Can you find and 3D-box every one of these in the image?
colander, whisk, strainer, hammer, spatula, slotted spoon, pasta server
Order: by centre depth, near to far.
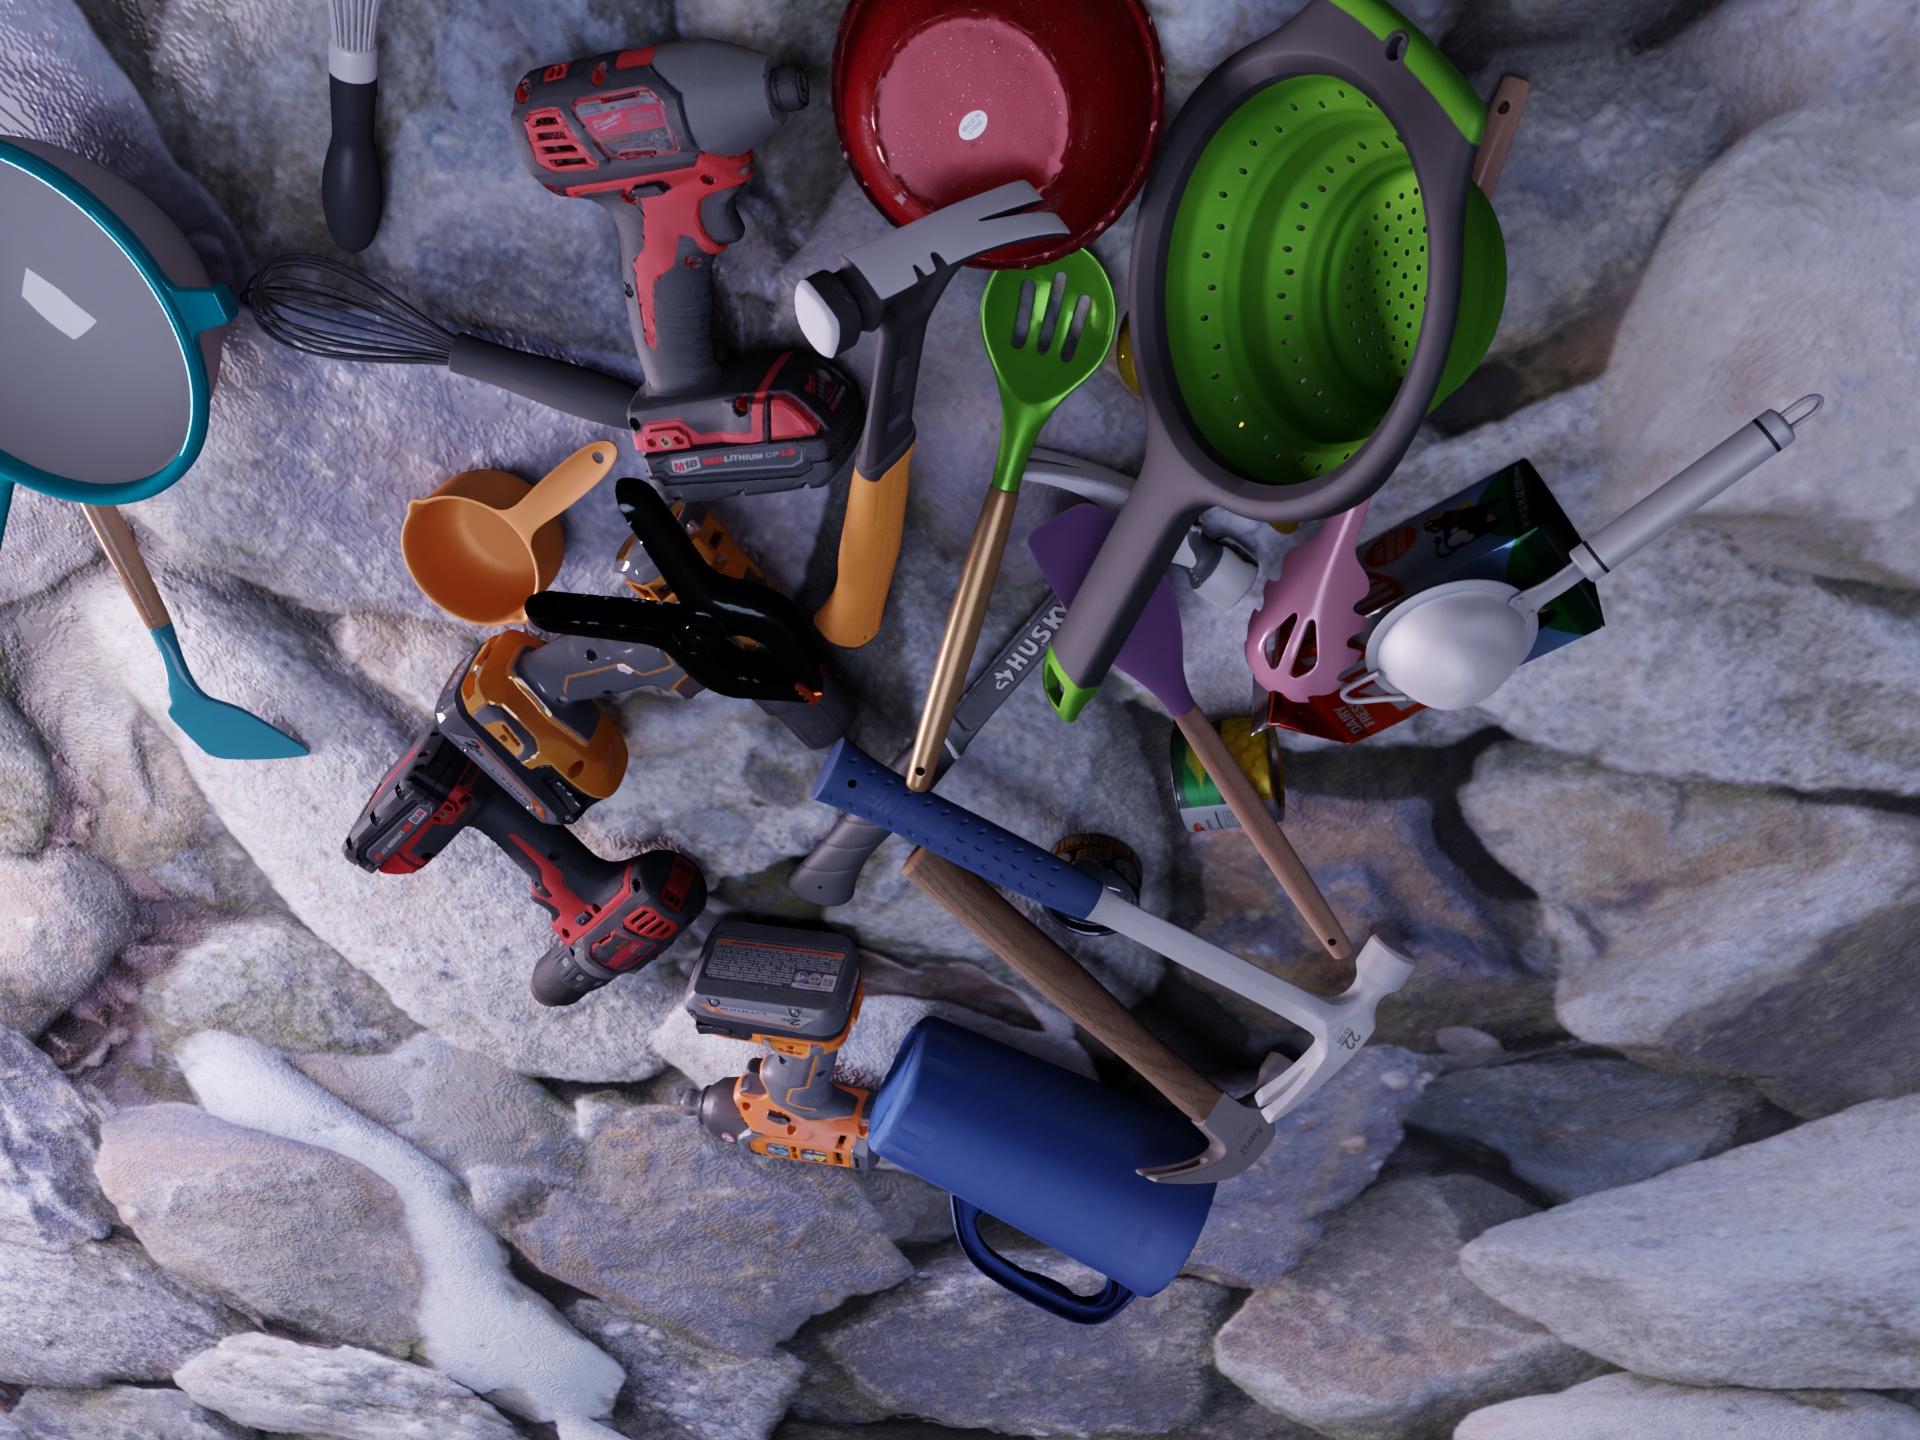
[{"bbox_3d":[-0.290,-0.346,0.759,0.070,0.070,0.284,19,135,-3],"label":"whisk"},{"bbox_3d":[0.144,-0.140,0.761,0.094,0.205,0.396,-8,144,-30],"label":"colander"},{"bbox_3d":[0.296,-0.071,0.765,0.258,0.050,0.086,-39,128,22],"label":"strainer"},{"bbox_3d":[0.208,-0.148,0.775,0.060,0.040,0.316,24,113,16],"label":"pasta server"},{"bbox_3d":[-0.035,-0.130,0.813,0.034,0.127,0.336,53,158,15],"label":"hammer"},{"bbox_3d":[0.015,-0.101,0.851,0.070,0.031,0.313,18,112,5],"label":"slotted spoon"},{"bbox_3d":[-0.277,-0.204,0.881,0.239,0.055,0.055,17,131,-7],"label":"whisk"},{"bbox_3d":[0.142,0.013,0.899,0.060,0.018,0.315,-27,107,24],"label":"spatula"},{"bbox_3d":[-0.521,-0.195,0.911,0.211,0.095,0.340,34,130,-11],"label":"strainer"},{"bbox_3d":[-0.002,-0.003,0.985,0.149,0.036,0.408,32,129,-12],"label":"hammer"},{"bbox_3d":[0.090,0.125,1.010,0.405,0.035,0.144,28,102,-14],"label":"hammer"},{"bbox_3d":[-0.533,-0.091,1.045,0.082,0.044,0.317,-2,123,15],"label":"spatula"},{"bbox_3d":[0.089,0.198,1.097,0.331,0.130,0.031,42,164,-11],"label":"hammer"}]

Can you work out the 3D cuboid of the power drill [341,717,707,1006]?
[{"bbox_3d":[-0.315,0.113,1.128,0.226,0.080,0.188,37,128,-21],"label":"power drill"}]

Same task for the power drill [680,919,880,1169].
[{"bbox_3d":[-0.144,0.253,1.199,0.164,0.084,0.226,6,133,9],"label":"power drill"}]

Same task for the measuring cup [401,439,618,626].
[{"bbox_3d":[-0.250,-0.125,0.930,0.173,0.052,0.095,-30,111,29],"label":"measuring cup"}]

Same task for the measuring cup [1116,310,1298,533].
[{"bbox_3d":[0.135,-0.153,0.832,0.062,0.029,0.156,-25,117,29],"label":"measuring cup"}]

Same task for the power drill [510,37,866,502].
[{"bbox_3d":[-0.124,-0.228,0.805,0.143,0.079,0.219,-4,125,16],"label":"power drill"}]

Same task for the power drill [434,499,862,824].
[{"bbox_3d":[-0.189,-0.016,0.992,0.226,0.084,0.185,-28,120,25],"label":"power drill"}]
